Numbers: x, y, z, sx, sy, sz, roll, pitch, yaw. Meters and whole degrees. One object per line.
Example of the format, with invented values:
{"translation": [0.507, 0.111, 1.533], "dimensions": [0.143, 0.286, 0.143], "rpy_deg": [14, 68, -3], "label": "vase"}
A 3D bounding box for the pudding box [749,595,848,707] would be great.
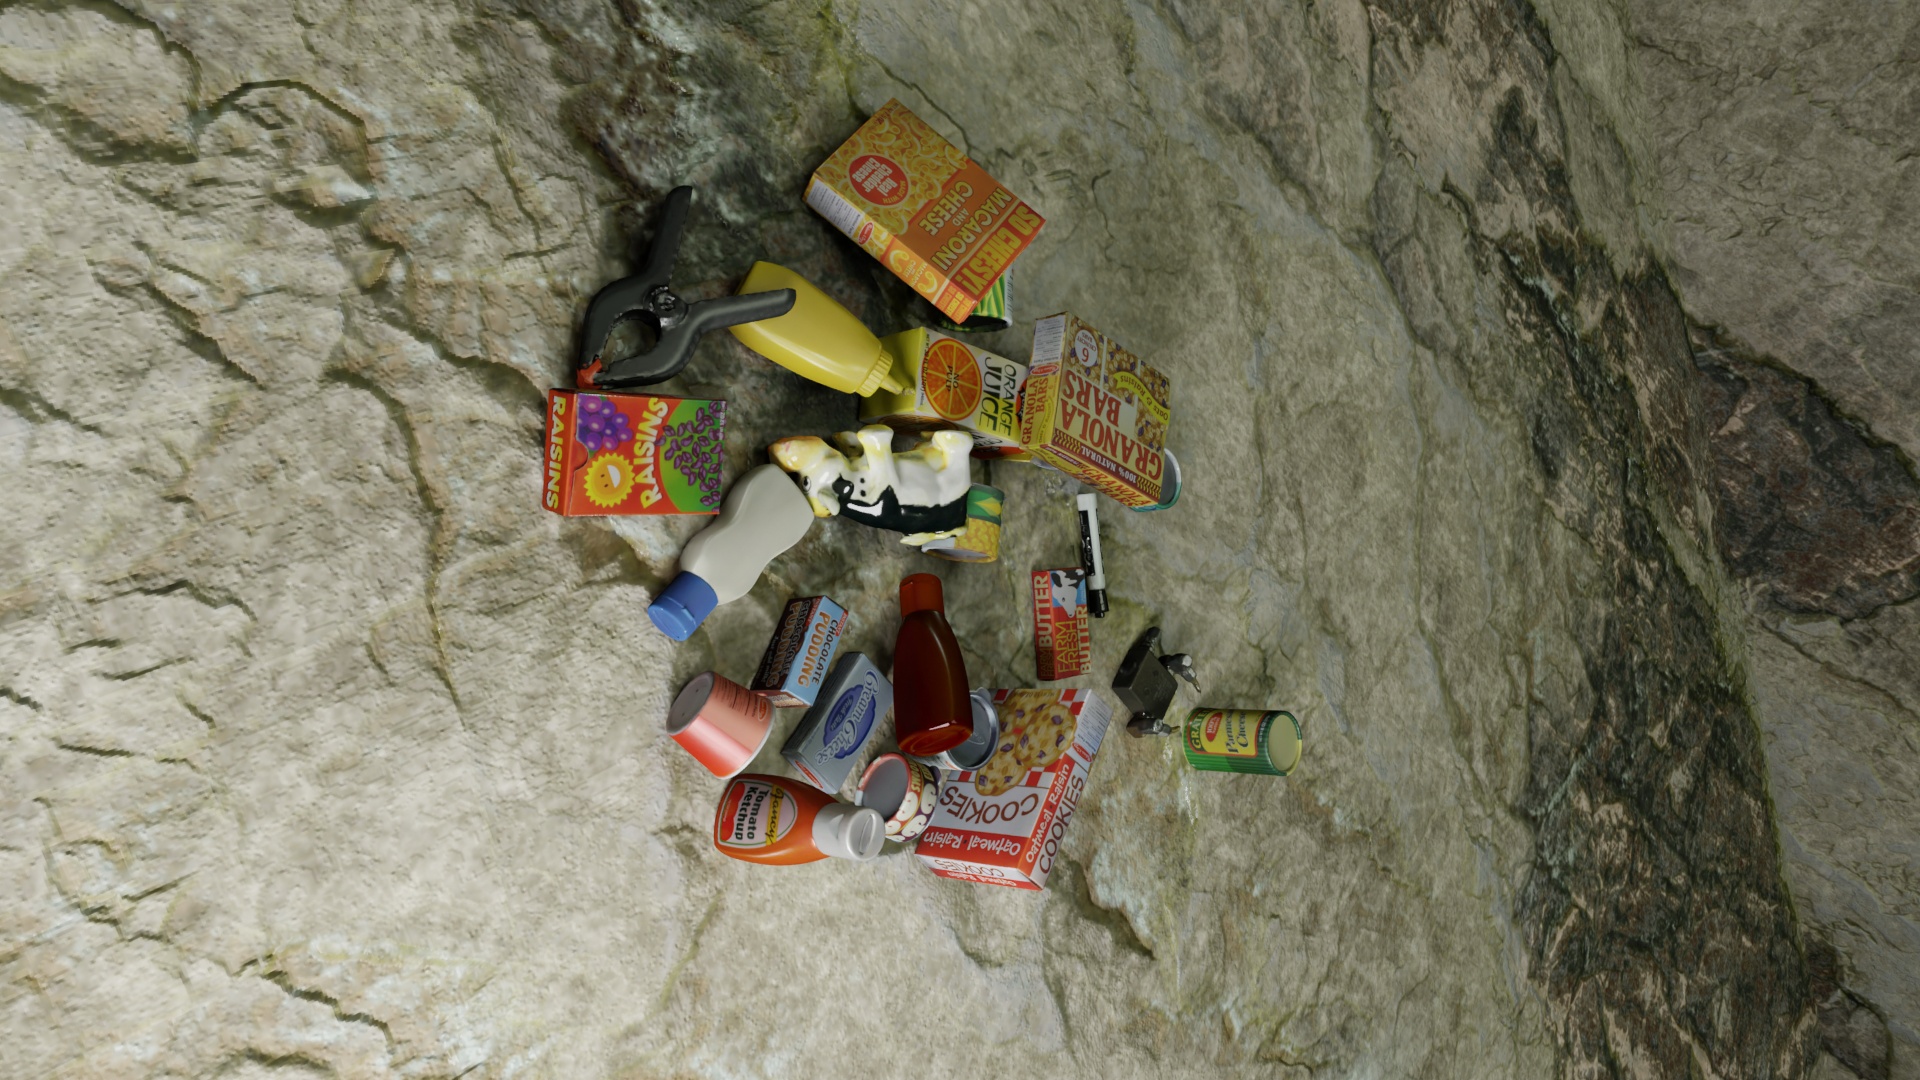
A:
{"translation": [-0.123, 0.086, 1.067], "dimensions": [0.030, 0.049, 0.084], "rpy_deg": [38, 61, -34], "label": "pudding box"}

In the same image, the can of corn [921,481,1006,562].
{"translation": [0.004, -0.015, 1.188], "dimensions": [0.071, 0.071, 0.058], "rpy_deg": [16, 76, -42], "label": "can of corn"}

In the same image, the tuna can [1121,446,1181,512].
{"translation": [0.190, -0.061, 1.397], "dimensions": [0.071, 0.033, 0.071], "rpy_deg": [6, 82, -44], "label": "tuna can"}

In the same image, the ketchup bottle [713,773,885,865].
{"translation": [-0.115, 0.203, 0.994], "dimensions": [0.043, 0.148, 0.065], "rpy_deg": [31, 66, -40], "label": "ketchup bottle"}

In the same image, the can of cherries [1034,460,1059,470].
{"translation": [0.098, -0.100, 1.290], "dimensions": [0.071, 0.071, 0.058], "rpy_deg": [15, 76, -43], "label": "can of cherries"}

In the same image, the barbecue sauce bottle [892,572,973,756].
{"translation": [-0.027, 0.097, 1.128], "dimensions": [0.043, 0.064, 0.149], "rpy_deg": [32, 40, -43], "label": "barbecue sauce bottle"}

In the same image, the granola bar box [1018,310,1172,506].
{"translation": [0.125, -0.114, 1.239], "dimensions": [0.165, 0.039, 0.124], "rpy_deg": [24, 68, -44], "label": "granola bar box"}

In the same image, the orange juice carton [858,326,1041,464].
{"translation": [0.009, -0.119, 1.200], "dimensions": [0.193, 0.073, 0.072], "rpy_deg": [14, 76, -43], "label": "orange juice carton"}

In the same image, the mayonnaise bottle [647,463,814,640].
{"translation": [-0.173, 0.010, 1.034], "dimensions": [0.064, 0.041, 0.149], "rpy_deg": [55, 54, -24], "label": "mayonnaise bottle"}

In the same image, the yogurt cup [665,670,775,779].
{"translation": [-0.175, 0.131, 1.004], "dimensions": [0.054, 0.072, 0.073], "rpy_deg": [40, 60, -25], "label": "yogurt cup"}

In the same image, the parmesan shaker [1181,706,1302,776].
{"translation": [0.288, 0.202, 1.417], "dimensions": [0.071, 0.103, 0.071], "rpy_deg": [6, 82, -44], "label": "parmesan shaker"}

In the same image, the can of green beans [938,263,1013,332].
{"translation": [0.013, -0.218, 1.219], "dimensions": [0.071, 0.071, 0.058], "rpy_deg": [7, 82, -44], "label": "can of green beans"}

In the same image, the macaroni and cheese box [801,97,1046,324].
{"translation": [-0.028, -0.275, 1.154], "dimensions": [0.166, 0.040, 0.124], "rpy_deg": [39, 57, -3], "label": "macaroni and cheese box"}

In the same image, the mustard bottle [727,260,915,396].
{"translation": [-0.105, -0.152, 1.081], "dimensions": [0.160, 0.048, 0.065], "rpy_deg": [32, 69, -18], "label": "mustard bottle"}

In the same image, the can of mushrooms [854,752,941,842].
{"translation": [-0.050, 0.204, 1.112], "dimensions": [0.033, 0.071, 0.071], "rpy_deg": [32, 65, -36], "label": "can of mushrooms"}

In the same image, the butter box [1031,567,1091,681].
{"translation": [0.094, 0.077, 1.297], "dimensions": [0.053, 0.024, 0.103], "rpy_deg": [-2, 87, -45], "label": "butter box"}

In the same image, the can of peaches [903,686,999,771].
{"translation": [-0.009, 0.157, 1.165], "dimensions": [0.071, 0.058, 0.071], "rpy_deg": [6, 81, -43], "label": "can of peaches"}

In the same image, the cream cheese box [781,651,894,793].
{"translation": [-0.095, 0.144, 1.106], "dimensions": [0.053, 0.024, 0.104], "rpy_deg": [52, 54, -30], "label": "cream cheese box"}

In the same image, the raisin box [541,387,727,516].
{"translation": [-0.227, -0.061, 0.976], "dimensions": [0.123, 0.040, 0.086], "rpy_deg": [-1, 101, -44], "label": "raisin box"}

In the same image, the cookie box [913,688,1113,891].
{"translation": [0.045, 0.205, 1.167], "dimensions": [0.040, 0.123, 0.168], "rpy_deg": [44, 58, -31], "label": "cookie box"}
